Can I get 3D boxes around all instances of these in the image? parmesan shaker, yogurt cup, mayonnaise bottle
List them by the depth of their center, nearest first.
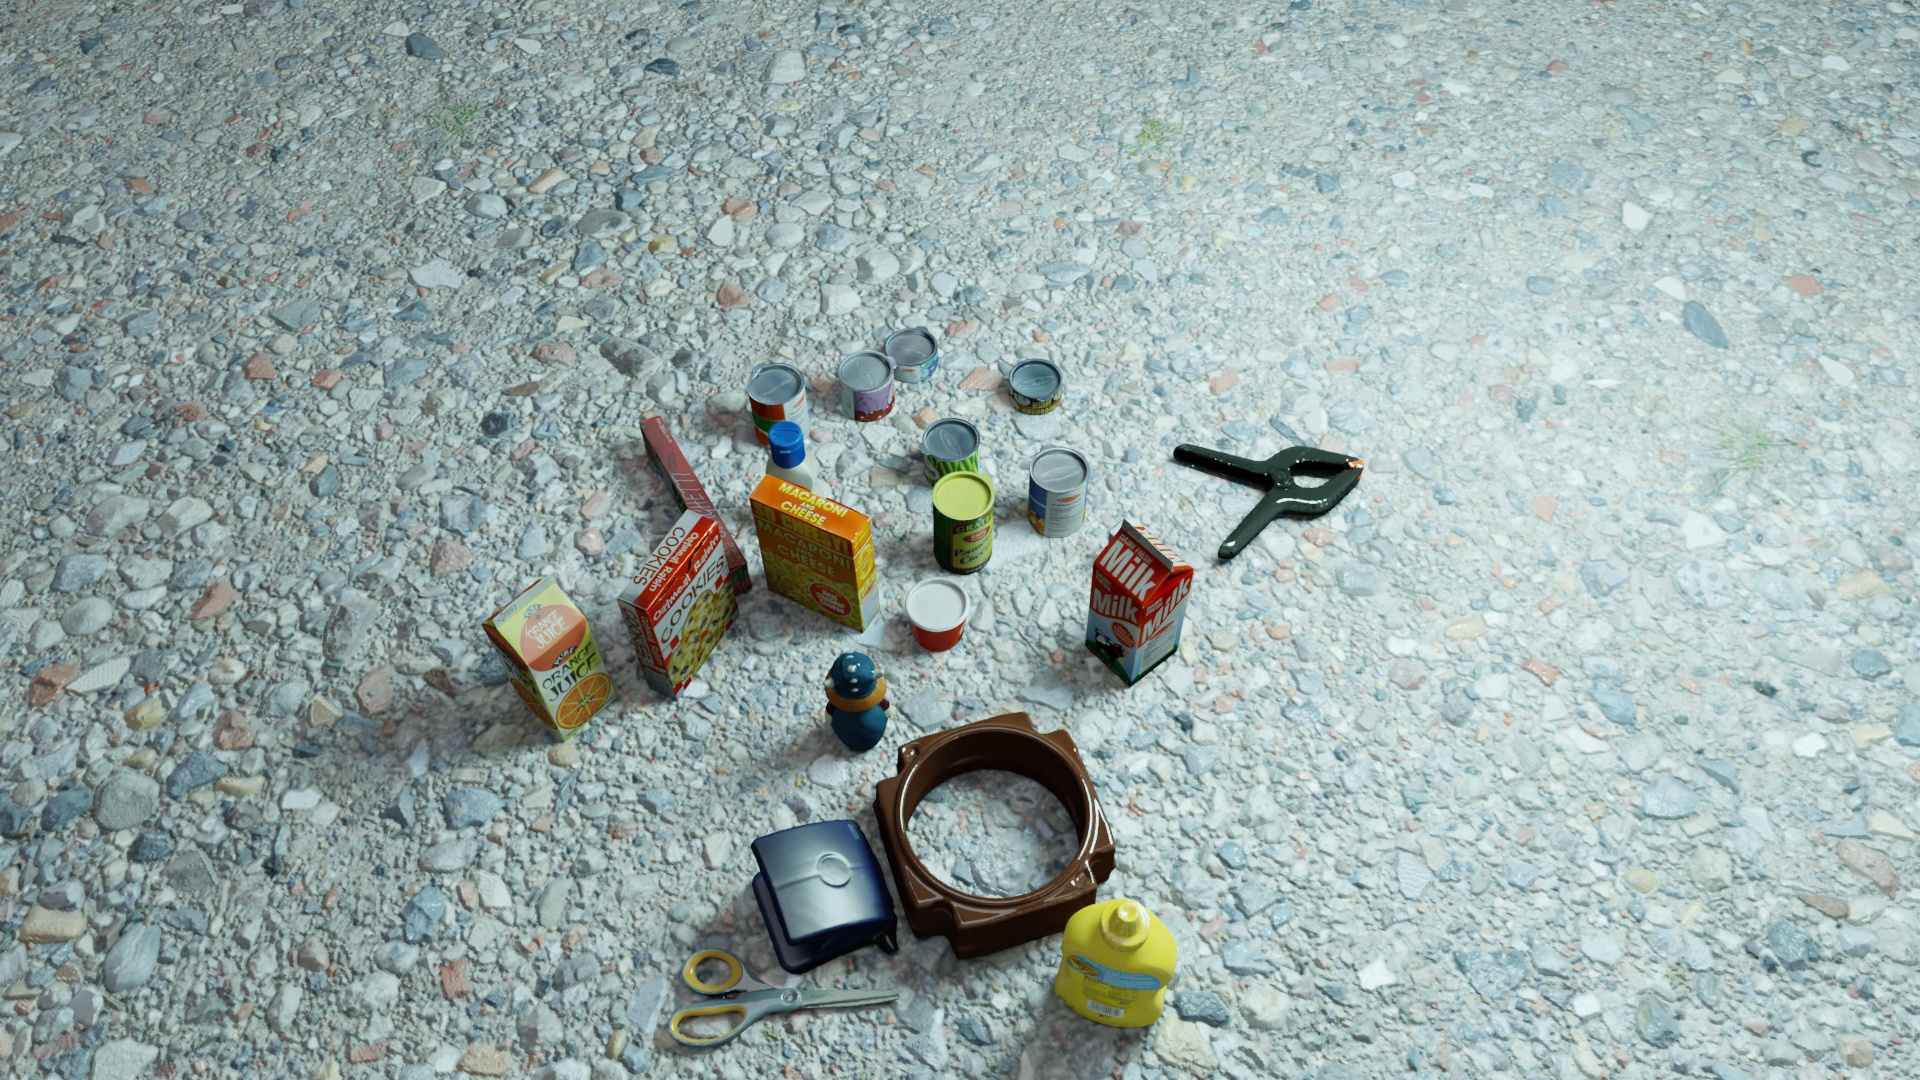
[{"bbox_3d":[-0.024,0.080,1.464,0.072,0.053,0.073,0,53,0],"label":"yogurt cup"},{"bbox_3d":[0.005,-0.019,1.509,0.071,0.102,0.071,0,53,0],"label":"parmesan shaker"},{"bbox_3d":[-0.183,-0.069,1.520,0.065,0.147,0.041,0,53,1],"label":"mayonnaise bottle"}]

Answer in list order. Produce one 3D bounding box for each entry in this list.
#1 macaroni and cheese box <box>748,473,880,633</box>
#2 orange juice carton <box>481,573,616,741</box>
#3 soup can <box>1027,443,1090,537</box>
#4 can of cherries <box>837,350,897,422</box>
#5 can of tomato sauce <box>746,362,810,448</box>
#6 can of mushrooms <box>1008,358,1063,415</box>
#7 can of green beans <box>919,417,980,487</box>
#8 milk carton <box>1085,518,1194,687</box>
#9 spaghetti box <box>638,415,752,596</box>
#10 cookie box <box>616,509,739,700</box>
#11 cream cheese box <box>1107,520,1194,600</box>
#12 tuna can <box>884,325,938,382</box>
[{"bbox_3d":[-0.150,0.014,1.445,0.124,0.165,0.040,23,57,17],"label":"macaroni and cheese box"},{"bbox_3d":[-0.404,0.108,1.359,0.073,0.191,0.072,35,61,23],"label":"orange juice carton"},{"bbox_3d":[0.108,-0.055,1.548,0.071,0.083,0.072,0,53,0],"label":"soup can"},{"bbox_3d":[-0.109,-0.185,1.663,0.071,0.058,0.072,0,53,0],"label":"can of cherries"},{"bbox_3d":[-0.214,-0.157,1.627,0.071,0.082,0.071,0,53,0],"label":"can of tomato sauce"},{"bbox_3d":[0.092,-0.184,1.677,0.071,0.033,0.071,0,53,0],"label":"can of mushrooms"},{"bbox_3d":[-0.010,-0.098,1.597,0.071,0.057,0.071,0,53,0],"label":"can of green beans"},{"bbox_3d":[0.179,0.057,1.396,0.074,0.189,0.072,-34,60,-22],"label":"milk carton"},{"bbox_3d":[-0.299,-0.041,1.560,0.029,0.050,0.251,-25,57,-17],"label":"spaghetti box"},{"bbox_3d":[-0.281,0.067,1.405,0.040,0.166,0.123,21,56,16],"label":"cookie box"},{"bbox_3d":[0.204,0.027,1.504,0.104,0.053,0.024,38,62,25],"label":"cream cheese box"},{"bbox_3d":[-0.059,-0.230,1.713,0.071,0.032,0.071,0,53,0],"label":"tuna can"}]
